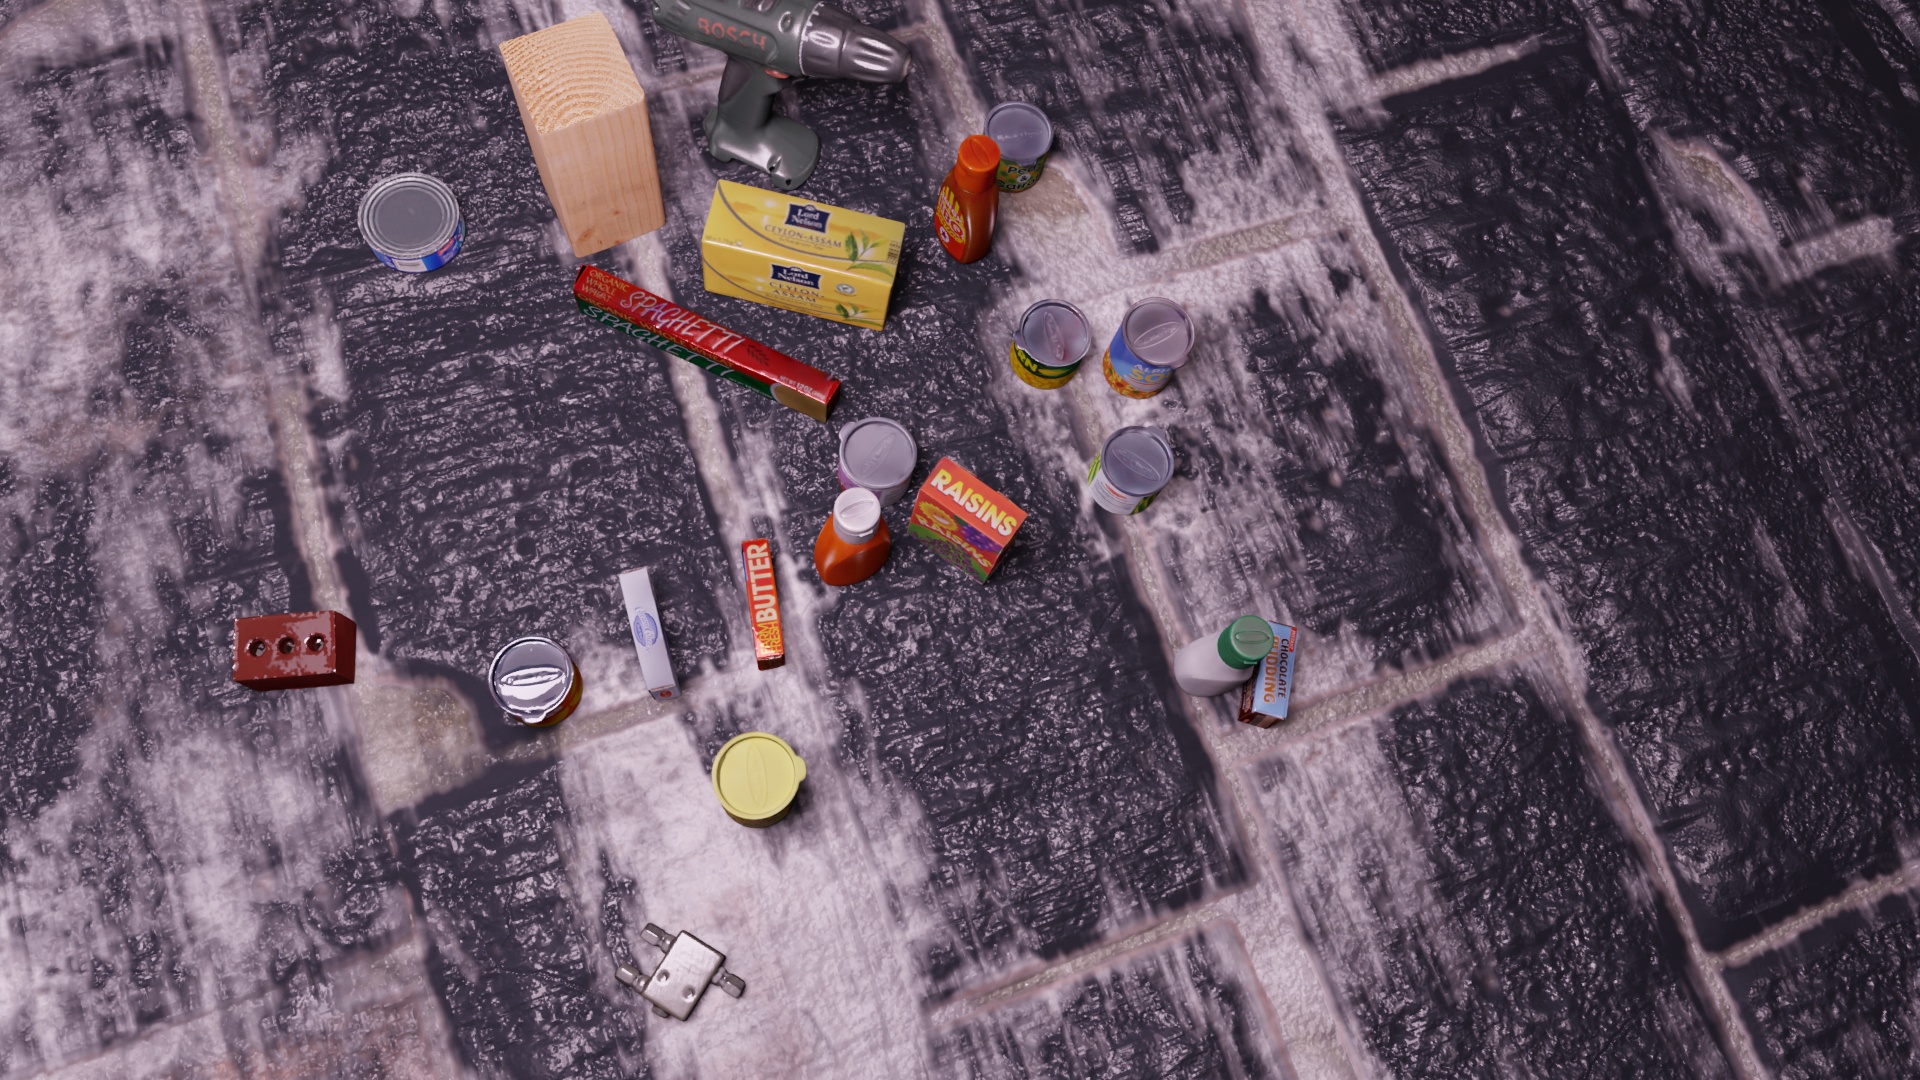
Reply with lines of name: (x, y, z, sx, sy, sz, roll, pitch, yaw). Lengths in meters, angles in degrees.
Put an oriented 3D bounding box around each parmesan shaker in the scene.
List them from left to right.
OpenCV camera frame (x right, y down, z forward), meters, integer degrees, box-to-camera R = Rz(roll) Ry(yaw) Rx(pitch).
parmesan shaker: (-0.158, 0.191, 1.099, 0.071, 0.102, 0.071, 2, 73, -6)

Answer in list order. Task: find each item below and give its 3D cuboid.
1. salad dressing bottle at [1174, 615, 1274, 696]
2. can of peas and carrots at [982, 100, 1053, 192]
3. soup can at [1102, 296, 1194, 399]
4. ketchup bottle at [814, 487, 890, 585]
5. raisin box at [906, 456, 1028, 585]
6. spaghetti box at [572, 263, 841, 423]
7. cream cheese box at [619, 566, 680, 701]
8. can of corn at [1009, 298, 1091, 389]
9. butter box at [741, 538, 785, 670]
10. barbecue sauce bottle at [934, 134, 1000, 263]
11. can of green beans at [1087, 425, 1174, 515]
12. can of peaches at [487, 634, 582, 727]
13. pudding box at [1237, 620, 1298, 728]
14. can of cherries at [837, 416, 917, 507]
salad dressing bottle: (0.220, 0.096, 1.151, 0.064, 0.147, 0.044, 2, 74, -6)
can of peas and carrots: (0.052, -0.371, 1.319, 0.071, 0.058, 0.071, 2, 73, -6)
soup can: (0.170, -0.170, 1.260, 0.071, 0.083, 0.071, 2, 73, -6)
ketchup bottle: (-0.087, -0.003, 1.143, 0.065, 0.148, 0.043, -22, 78, -13)
raisin box: (0.004, -0.015, 1.171, 0.086, 0.123, 0.040, 36, 73, 4)
spaghetti box: (-0.225, -0.174, 1.229, 0.250, 0.050, 0.029, 24, 72, 1)
cream cheese box: (-0.256, 0.078, 1.147, 0.024, 0.053, 0.104, -15, 76, -11)
can of corn: (0.078, -0.177, 1.264, 0.071, 0.058, 0.071, 2, 73, -6)
butter box: (-0.166, 0.054, 1.166, 0.024, 0.053, 0.103, -8, 74, -9)
barbecue sauce bottle: (0.009, -0.309, 1.248, 0.044, 0.148, 0.065, -28, 79, -14)
can of green beans: (0.151, -0.061, 1.238, 0.071, 0.057, 0.071, 2, 73, -6)
can of peaches: (-0.342, 0.117, 1.122, 0.071, 0.058, 0.071, 2, 73, -6)
pudding box: (0.266, 0.116, 1.202, 0.030, 0.049, 0.084, 14, 72, -3)
can of cherries: (-0.075, -0.069, 1.212, 0.071, 0.058, 0.071, 2, 73, -6)
